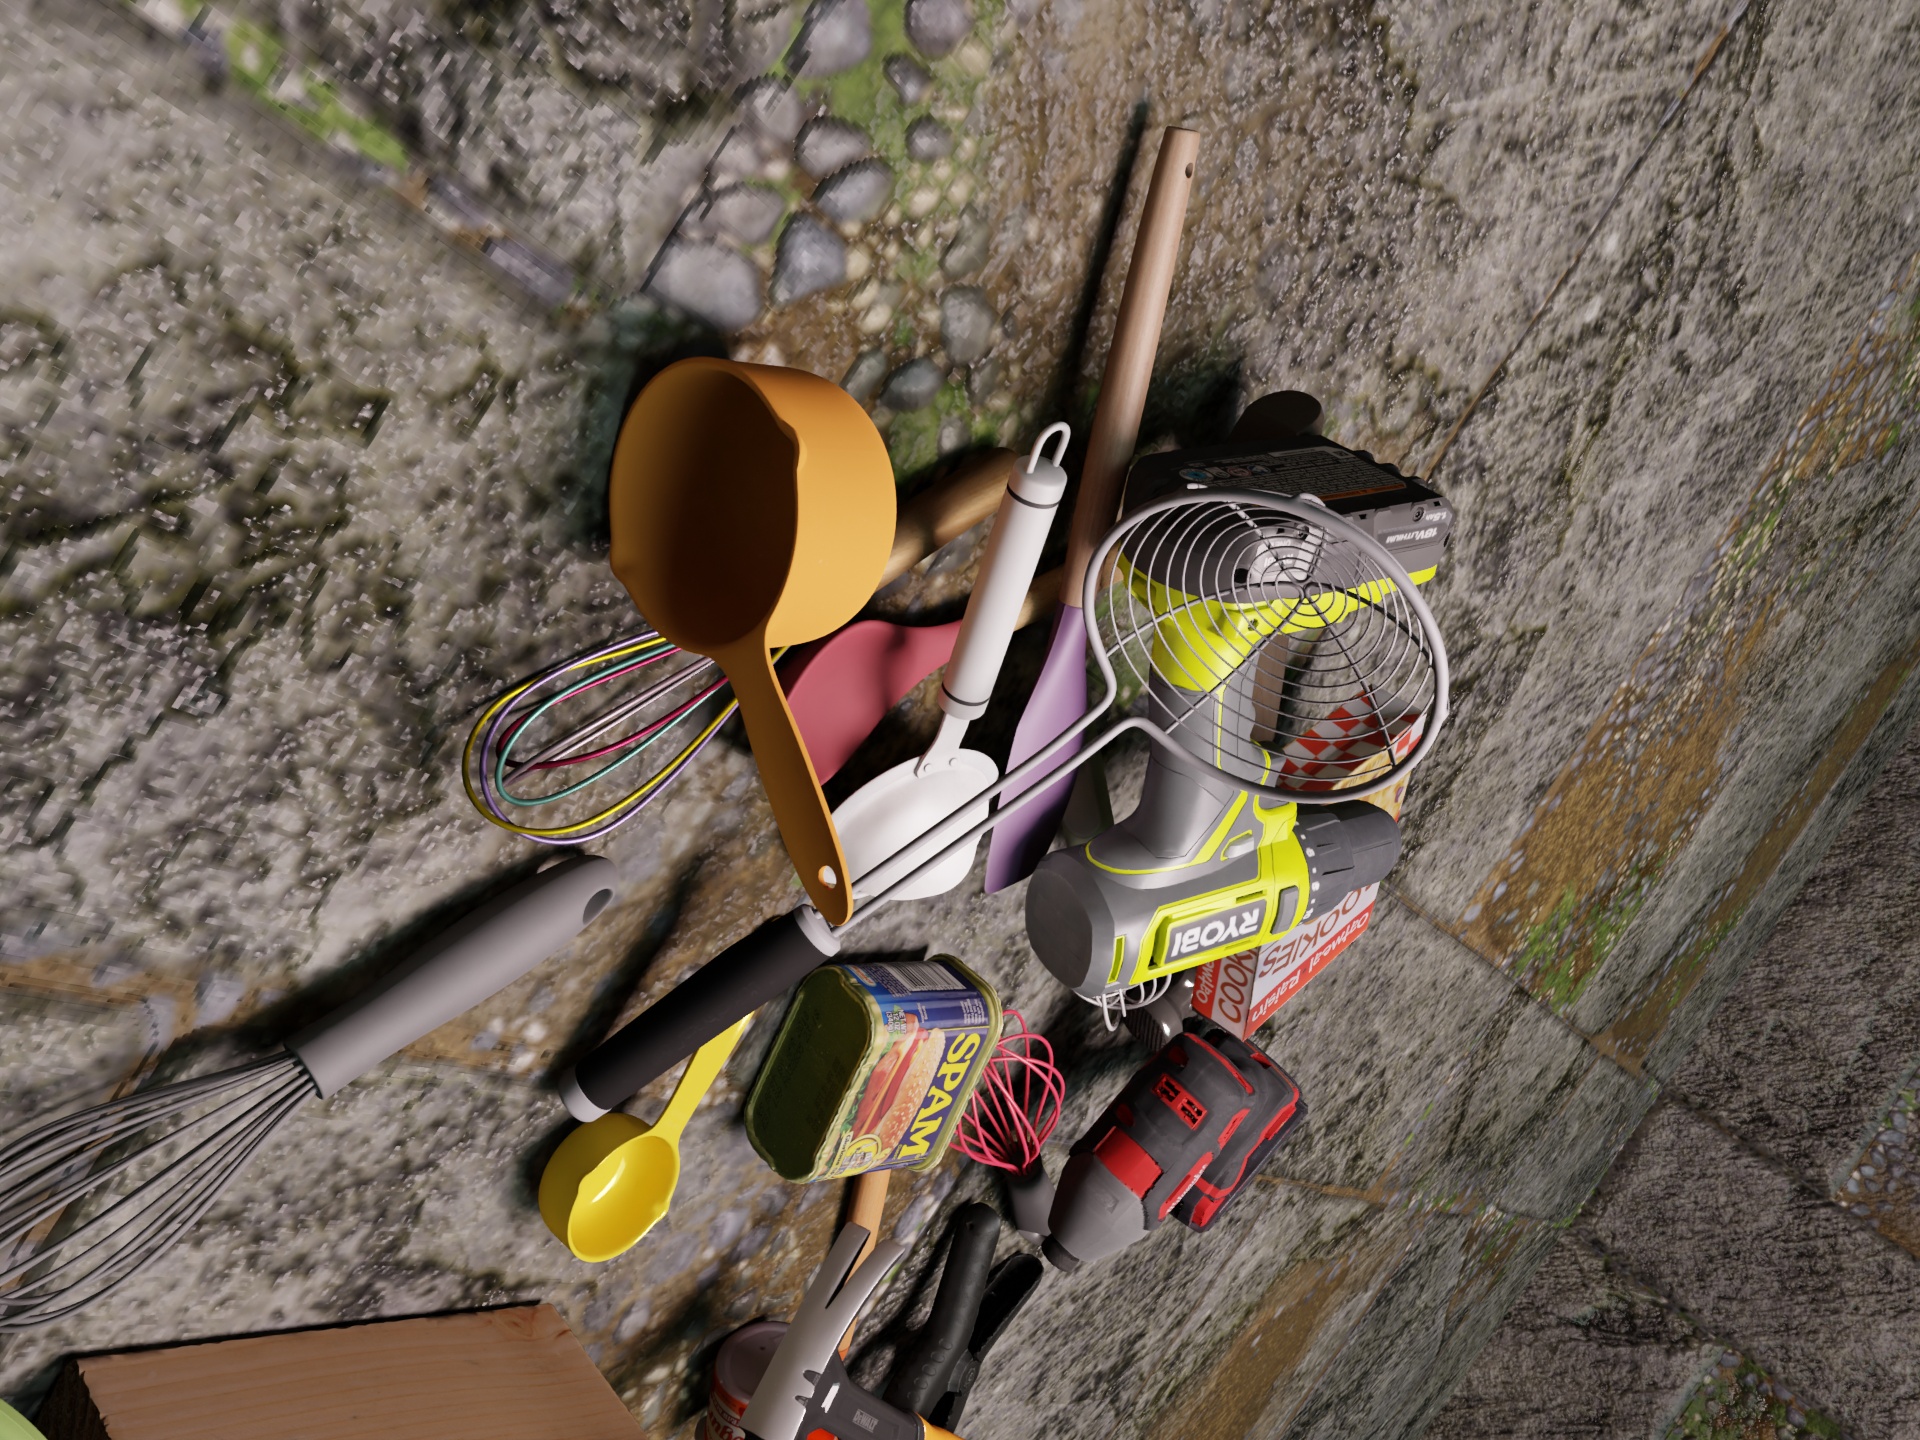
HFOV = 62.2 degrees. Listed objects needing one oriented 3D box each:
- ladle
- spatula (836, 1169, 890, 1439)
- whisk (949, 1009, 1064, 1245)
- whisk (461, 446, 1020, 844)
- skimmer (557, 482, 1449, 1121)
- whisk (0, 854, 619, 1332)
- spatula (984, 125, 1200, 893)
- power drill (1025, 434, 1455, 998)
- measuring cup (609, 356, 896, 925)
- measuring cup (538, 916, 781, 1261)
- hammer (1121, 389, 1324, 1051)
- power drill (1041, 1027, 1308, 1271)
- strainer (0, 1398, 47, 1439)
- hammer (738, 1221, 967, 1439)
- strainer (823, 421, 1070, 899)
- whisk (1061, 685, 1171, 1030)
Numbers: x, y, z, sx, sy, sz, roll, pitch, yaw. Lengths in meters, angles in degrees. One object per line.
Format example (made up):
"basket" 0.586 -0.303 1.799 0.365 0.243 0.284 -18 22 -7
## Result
"ladle" 0.034 -0.052 0.663 0.315 0.031 0.069 -28 142 -35
"spatula" -0.054 0.318 0.849 0.081 0.041 0.322 -37 144 -56
"whisk" 0.030 0.233 0.866 0.073 0.073 0.295 -41 148 -18
"whisk" -0.065 -0.039 0.550 0.245 0.047 0.051 -37 140 -31
"skimmer" -0.005 0.051 0.555 0.363 0.090 0.127 -36 105 11
"whisk" -0.207 0.107 0.501 0.239 0.055 0.055 -34 140 -33
"spatula" 0.053 -0.072 0.637 0.060 0.018 0.315 -19 128 -50
"power drill" 0.130 0.002 0.677 0.190 0.080 0.228 -12 124 -29
"measuring cup" -0.048 -0.026 0.483 0.095 0.174 0.052 -24 172 41
"measuring cup" -0.120 0.145 0.655 0.156 0.029 0.062 -60 146 -14
"hammer" 0.152 0.009 0.824 0.146 0.038 0.410 -34 143 -29
"power drill" 0.122 0.247 0.918 0.143 0.079 0.219 -52 158 5
"strainer" -0.263 0.270 0.448 0.151 0.256 0.069 -51 -172 -3
"hammer" -0.017 0.383 0.850 0.127 0.034 0.336 -61 146 -24
"strainer" -0.001 -0.002 0.600 0.087 0.050 0.258 -12 139 -32
"whisk" 0.066 0.069 0.784 0.059 0.058 0.246 -72 156 -42
